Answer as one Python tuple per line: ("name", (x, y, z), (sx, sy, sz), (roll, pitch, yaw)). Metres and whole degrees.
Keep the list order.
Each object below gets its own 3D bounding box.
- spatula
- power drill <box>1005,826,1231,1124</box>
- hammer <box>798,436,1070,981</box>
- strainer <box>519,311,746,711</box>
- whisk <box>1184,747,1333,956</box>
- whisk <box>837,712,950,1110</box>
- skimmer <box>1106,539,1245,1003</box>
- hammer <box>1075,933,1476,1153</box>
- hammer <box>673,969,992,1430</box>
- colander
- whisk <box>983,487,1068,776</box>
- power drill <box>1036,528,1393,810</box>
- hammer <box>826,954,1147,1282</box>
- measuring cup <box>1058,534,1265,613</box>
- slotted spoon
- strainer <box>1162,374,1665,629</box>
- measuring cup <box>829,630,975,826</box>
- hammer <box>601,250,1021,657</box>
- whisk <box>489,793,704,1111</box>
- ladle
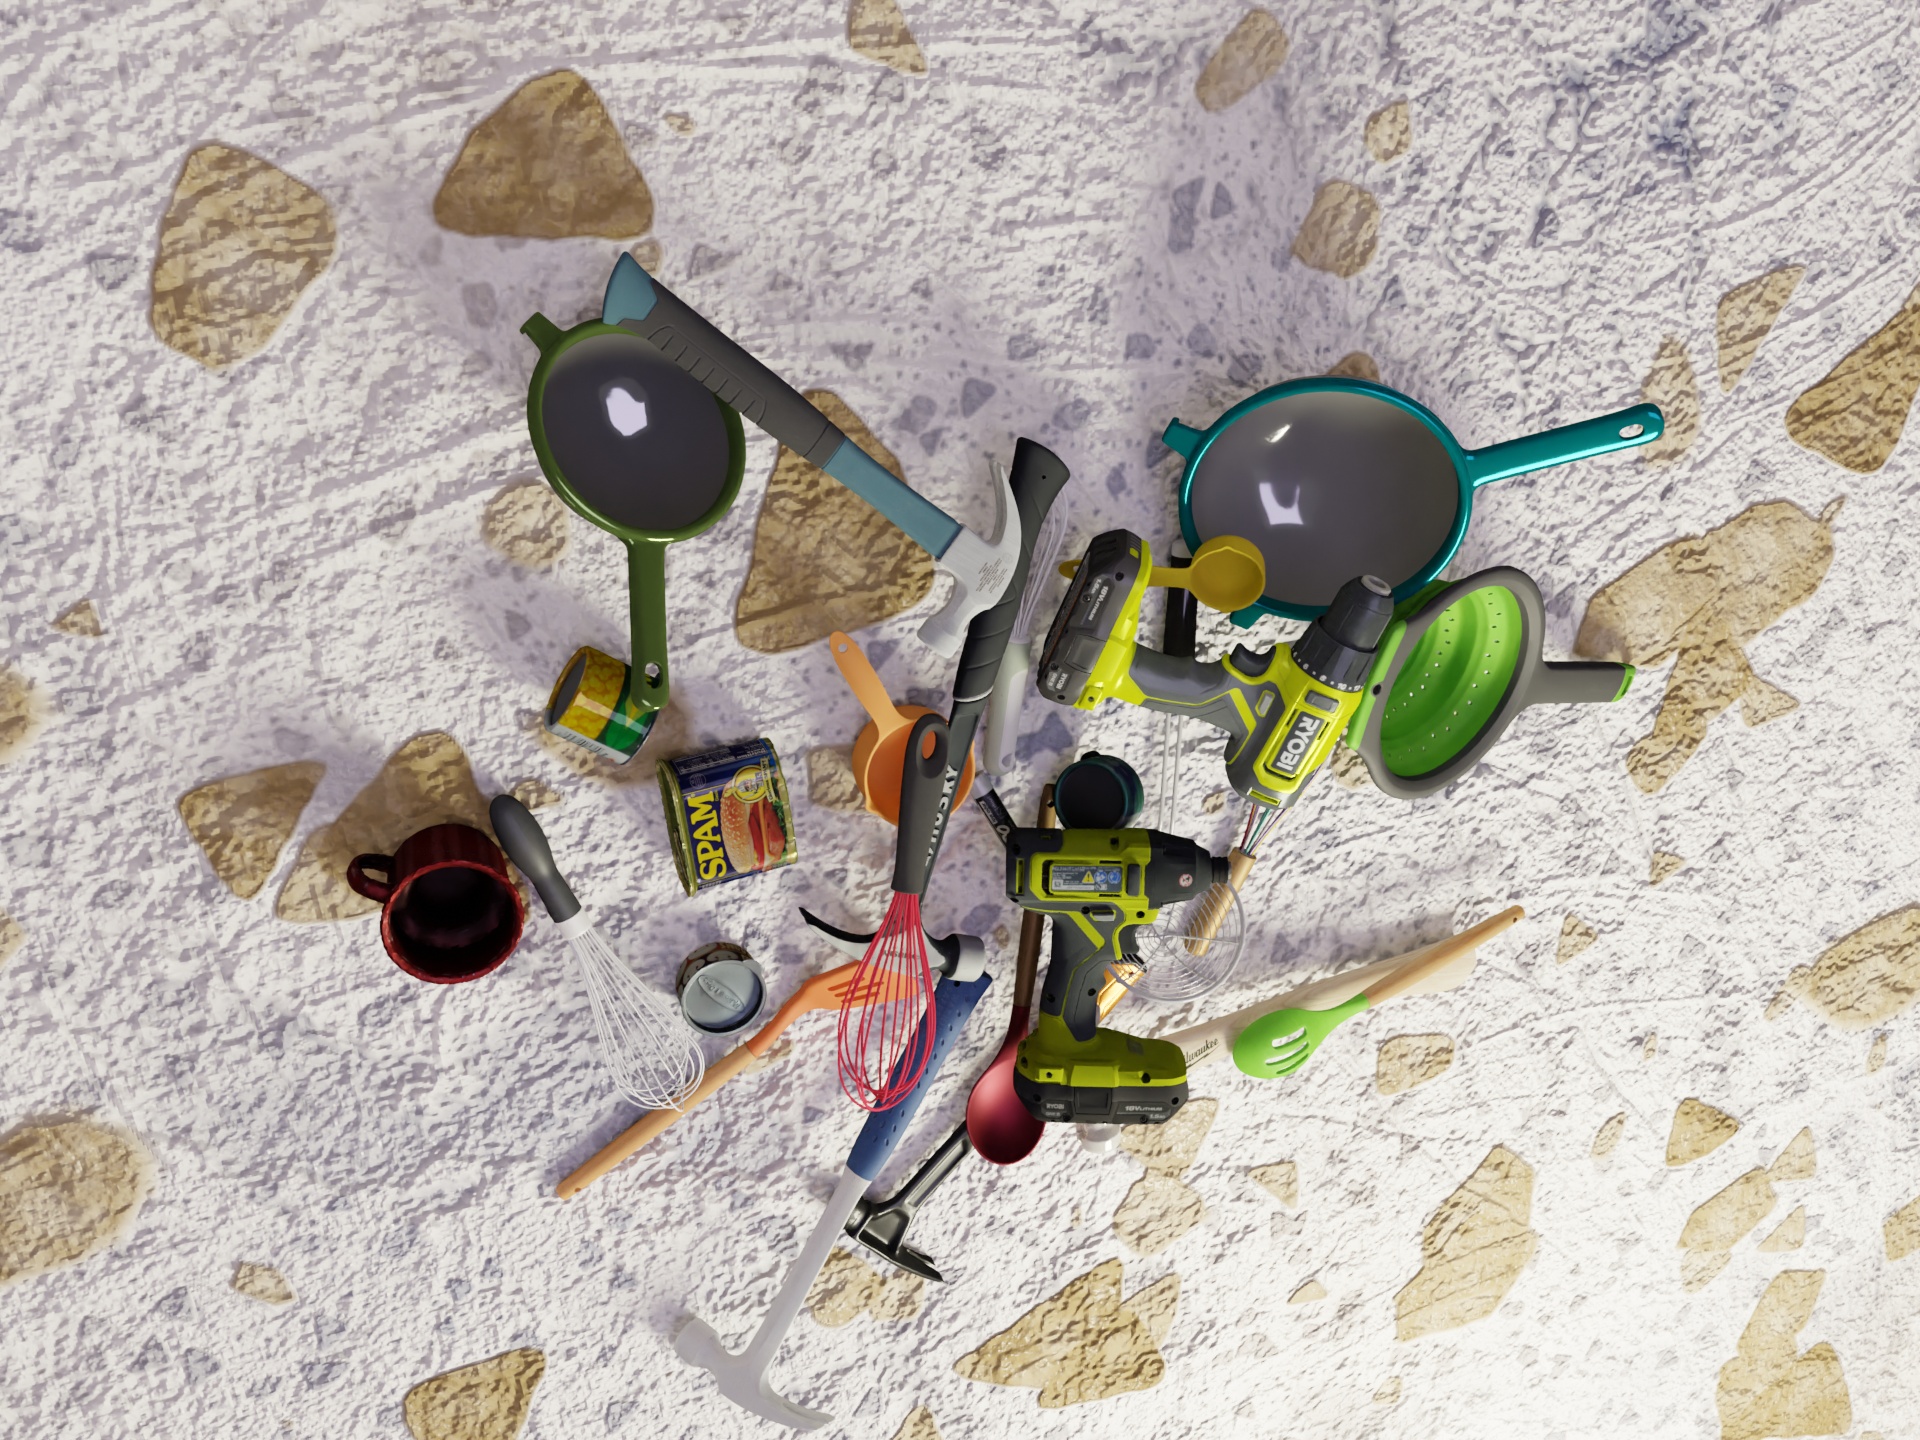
("spatula", (-0.180, 0.279, 1.245), (0.322, 0.041, 0.080), (-37, 142, -3))
("power drill", (0.119, 0.193, 1.231), (0.171, 0.080, 0.223), (1, 103, 1))
("hammer", (-0.002, -0.004, 1.155), (0.149, 0.036, 0.409), (11, 104, -23))
("strainer", (-0.216, -0.128, 1.028), (0.151, 0.069, 0.256), (2, 79, -37))
("whisk", (0.248, 0.091, 1.343), (0.047, 0.051, 0.245), (24, 105, -5))
("whisk", (-0.041, 0.140, 1.140), (0.073, 0.073, 0.296), (5, 99, -22))
("skimmer", (0.173, 0.043, 1.262), (0.127, 0.090, 0.363), (1, 108, -1))
("hammer", (0.281, 0.249, 1.392), (0.410, 0.038, 0.146), (-14, 115, -21))
("hammer", (-0.083, 0.380, 1.292), (0.405, 0.144, 0.035), (-62, 158, 2))
("colander", (0.433, -0.047, 1.341), (0.397, 0.095, 0.204), (-1, 117, -39))
("whisk", (0.044, -0.070, 1.200), (0.058, 0.059, 0.246), (-16, 122, -45))
("power drill", (0.189, -0.052, 1.174), (0.228, 0.080, 0.190), (21, 120, -5))
("hammer", (0.041, 0.327, 1.350), (0.127, 0.034, 0.337), (41, 91, -27))
("measuring cup", (0.153, -0.117, 1.205), (0.156, 0.029, 0.062), (5, 132, 14))
("slotted spoon", (0.375, 0.233, 1.397), (0.314, 0.031, 0.070), (-24, 119, -19))
("strainer", (0.331, -0.196, 1.174), (0.340, 0.095, 0.210), (-12, 127, 21))
("measuring cup", (-0.057, -0.001, 1.183), (0.095, 0.052, 0.173), (-34, 115, -7))
("hammer", (-0.096, -0.184, 1.045), (0.330, 0.033, 0.128), (36, 94, -19))
("whisk", (-0.268, 0.174, 1.165), (0.070, 0.070, 0.284), (-29, 111, -9))
("ladle", (0.052, 0.206, 1.293), (0.069, 0.031, 0.315), (6, 97, -12))
